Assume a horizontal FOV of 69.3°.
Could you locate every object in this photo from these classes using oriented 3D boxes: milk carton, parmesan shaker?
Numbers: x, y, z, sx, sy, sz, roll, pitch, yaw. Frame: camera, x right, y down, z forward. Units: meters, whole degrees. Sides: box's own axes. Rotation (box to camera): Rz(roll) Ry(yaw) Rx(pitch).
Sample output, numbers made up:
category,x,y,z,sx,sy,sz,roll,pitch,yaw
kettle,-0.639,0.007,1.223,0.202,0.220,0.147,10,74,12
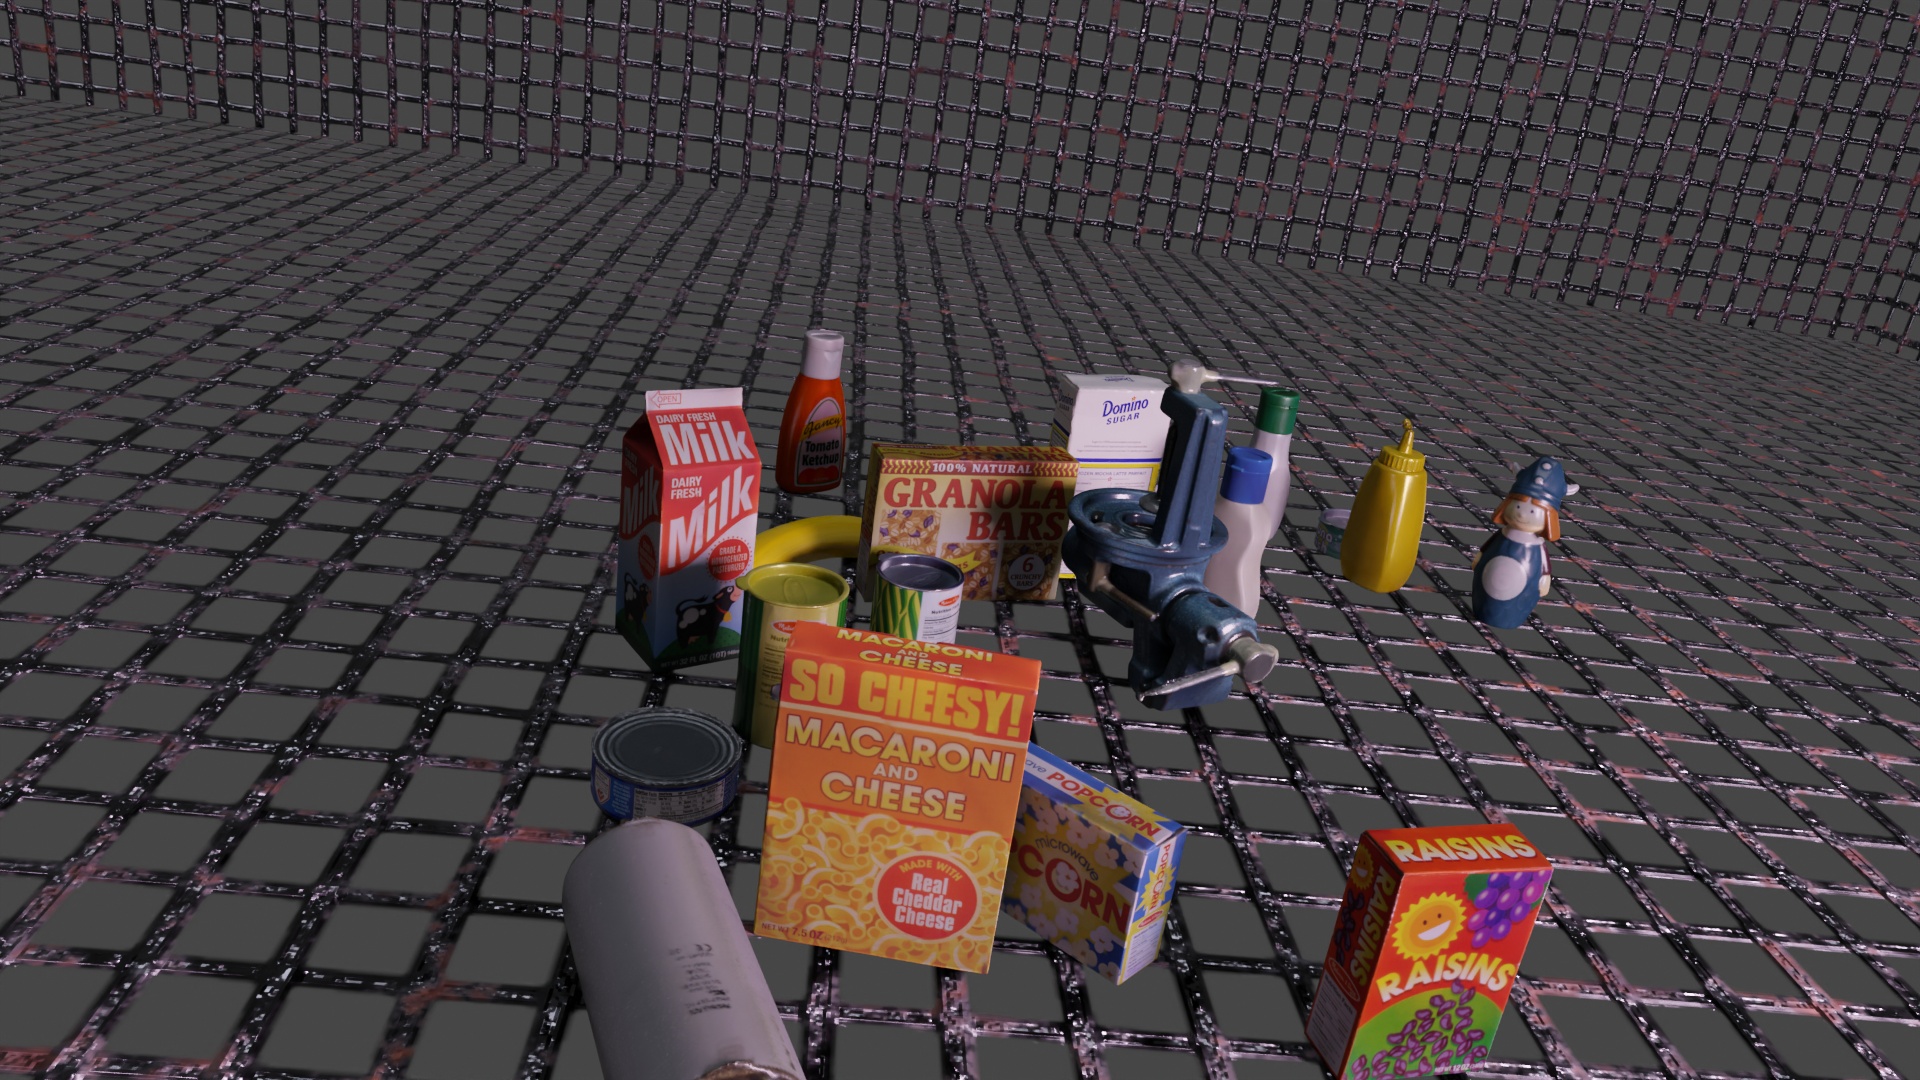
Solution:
category,x,y,z,sx,sy,sz,roll,pitch,yaw
milk carton,-0.188,-0.013,0.954,0.072,0.189,0.073,-7,27,-35
parmesan shaker,-0.112,0.074,0.886,0.071,0.102,0.071,8,22,-3

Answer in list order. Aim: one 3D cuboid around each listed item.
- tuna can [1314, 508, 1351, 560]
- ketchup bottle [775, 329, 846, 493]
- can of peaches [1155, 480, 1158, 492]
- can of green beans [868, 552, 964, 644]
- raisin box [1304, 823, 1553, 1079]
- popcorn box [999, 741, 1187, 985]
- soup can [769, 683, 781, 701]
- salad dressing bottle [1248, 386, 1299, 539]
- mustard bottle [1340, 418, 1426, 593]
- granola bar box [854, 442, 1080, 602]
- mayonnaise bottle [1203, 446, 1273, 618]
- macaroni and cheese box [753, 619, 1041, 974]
category,x,y,z,sx,sy,sz,roll,pitch,yaw
tuna can,0.378,-0.004,1.354,0.071,0.032,0.071,8,22,-3
ketchup bottle,-0.135,-0.120,1.291,0.065,0.148,0.043,-8,27,-36
can of peaches,0.198,-0.016,1.282,0.071,0.057,0.071,8,22,-3
can of green beans,-0.033,0.049,1.036,0.071,0.057,0.071,8,22,-3
raisin box,0.226,0.200,0.676,0.086,0.123,0.040,2,22,-16
popcorn box,0.052,0.166,0.745,0.127,0.085,0.038,25,27,35
soup can,-0.077,0.125,0.798,0.071,0.083,0.071,8,22,-3
salad dressing bottle,0.294,-0.074,1.340,0.064,0.147,0.044,-7,26,-34
mustard bottle,0.391,-0.034,1.261,0.049,0.159,0.065,-6,26,-32
granola bar box,0.004,-0.014,1.116,0.166,0.123,0.039,0,23,-20
mayonnaise bottle,0.223,-0.002,1.137,0.065,0.147,0.041,26,27,36
macaroni and cheese box,-0.034,0.129,0.696,0.124,0.165,0.040,9,22,1
